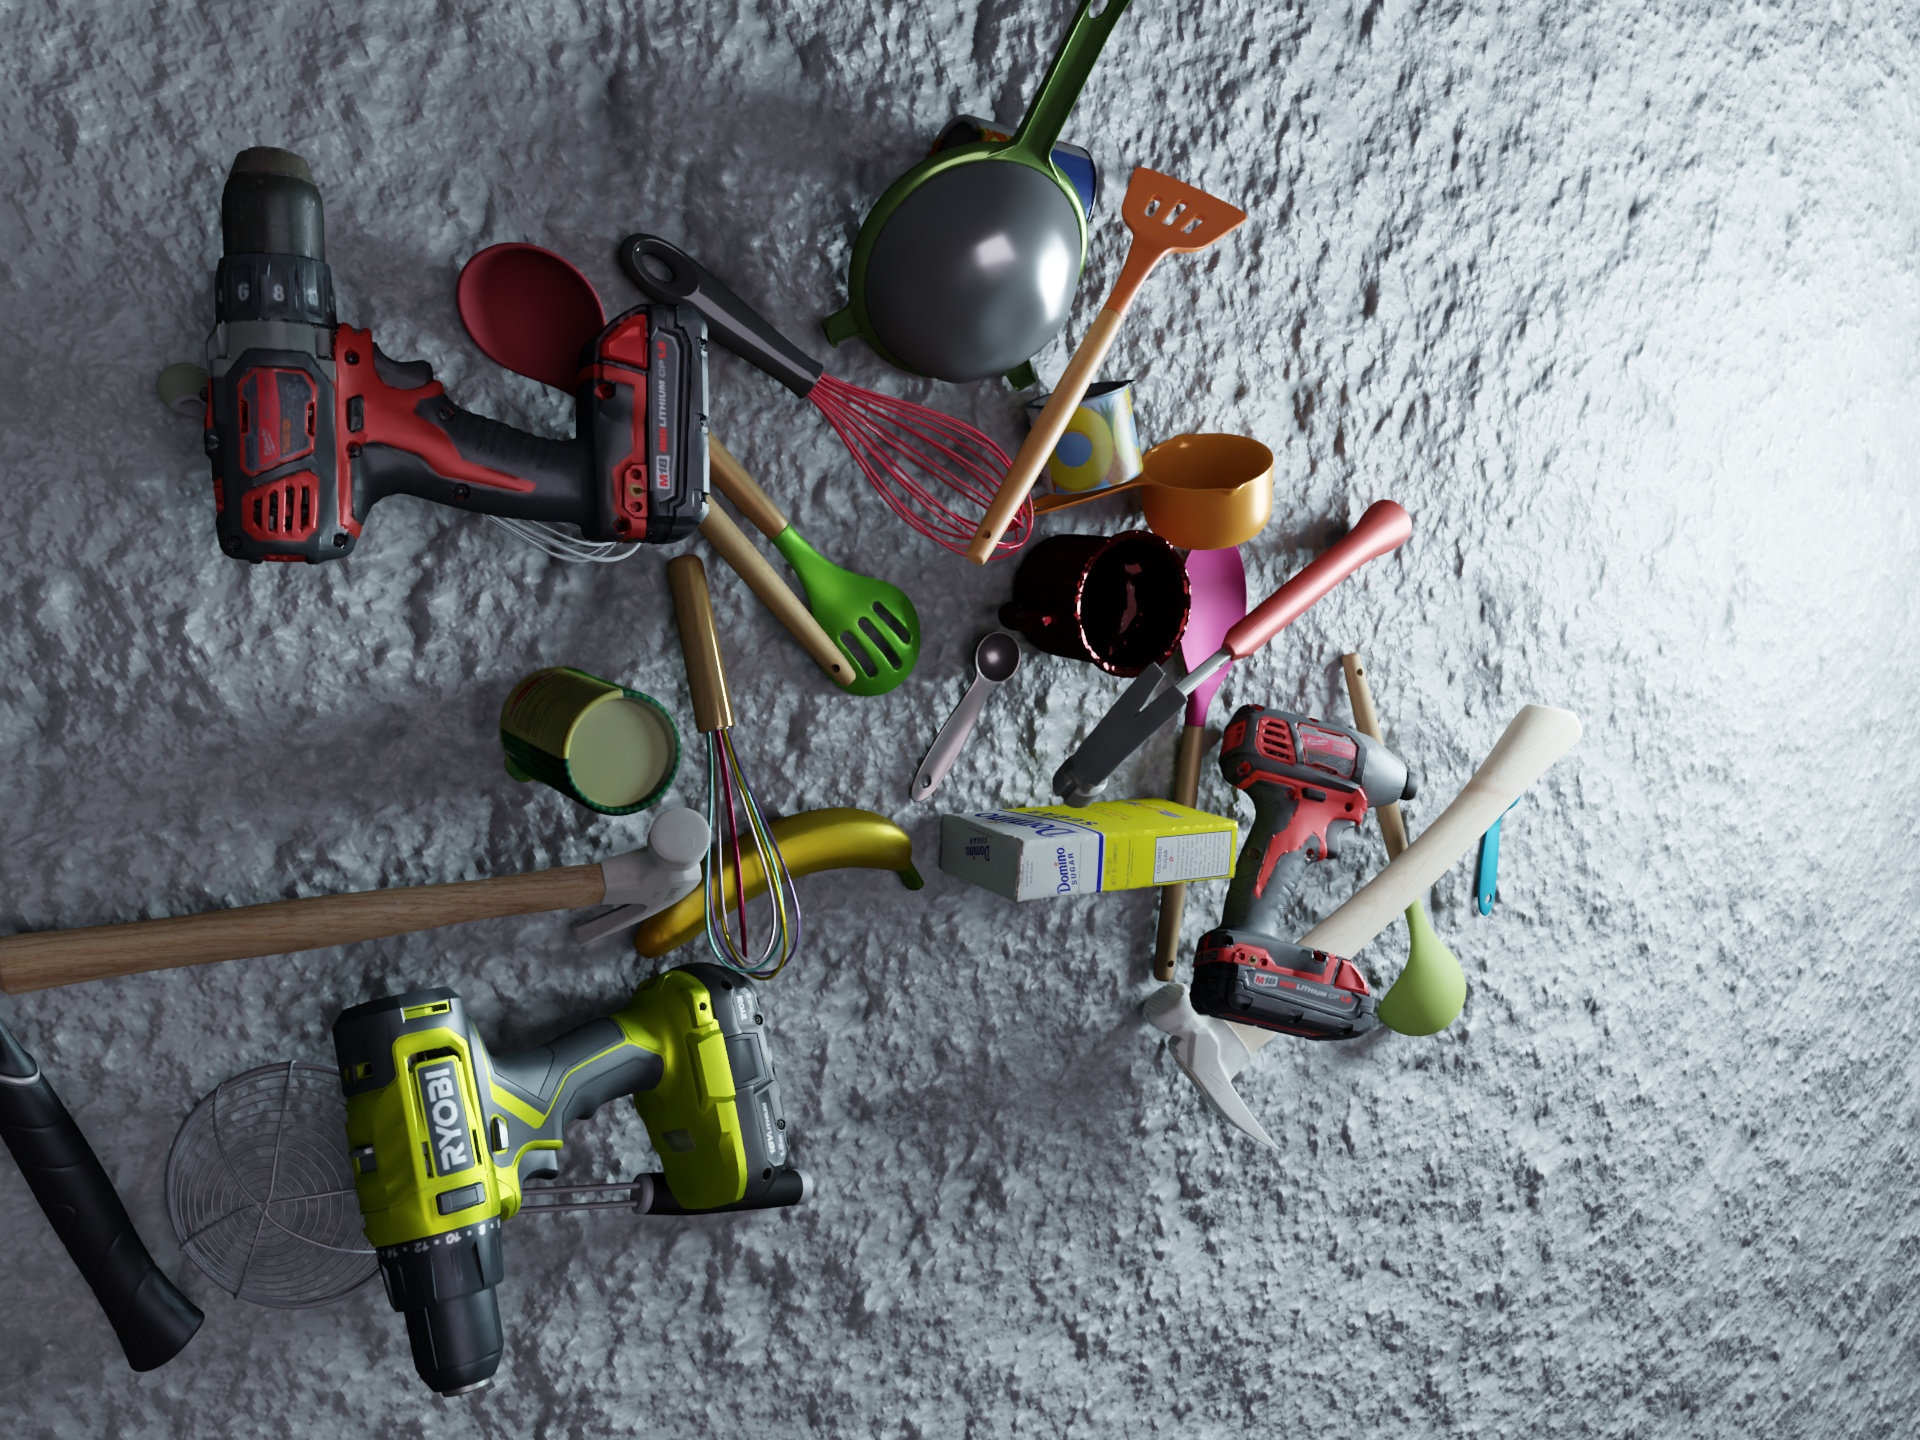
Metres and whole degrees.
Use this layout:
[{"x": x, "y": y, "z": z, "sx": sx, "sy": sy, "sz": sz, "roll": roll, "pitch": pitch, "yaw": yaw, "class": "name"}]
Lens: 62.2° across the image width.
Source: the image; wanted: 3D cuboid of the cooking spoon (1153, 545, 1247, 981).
[{"x": 0.162, "y": 0.029, "z": 1.127, "sx": 0.068, "sy": 0.017, "sz": 0.319, "roll": 2, "pitch": 96, "yaw": -37, "class": "cooking spoon"}]

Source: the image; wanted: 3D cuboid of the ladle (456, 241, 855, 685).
[{"x": -0.156, "y": -0.132, "z": 0.881, "sx": 0.069, "sy": 0.031, "sz": 0.315, "roll": -32, "pitch": 117, "yaw": 15, "class": "ladle"}]

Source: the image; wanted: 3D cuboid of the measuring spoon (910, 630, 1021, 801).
[{"x": -0.002, "y": -0.003, "z": 1.024, "sx": 0.034, "sy": 0.018, "sz": 0.124, "roll": 31, "pitch": 88, "yaw": -31, "class": "measuring spoon"}]

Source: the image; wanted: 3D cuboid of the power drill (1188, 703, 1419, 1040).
[{"x": 0.243, "y": 0.106, "z": 1.114, "sx": 0.143, "sy": 0.078, "sz": 0.220, "roll": 14, "pitch": 74, "yaw": -8, "class": "power drill"}]

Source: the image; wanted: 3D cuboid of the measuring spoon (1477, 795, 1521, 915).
[{"x": 0.446, "y": 0.100, "z": 1.315, "sx": 0.042, "sy": 0.021, "sz": 0.128, "roll": 0, "pitch": 97, "yaw": -32, "class": "measuring spoon"}]

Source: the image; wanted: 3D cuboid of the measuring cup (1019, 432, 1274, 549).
[{"x": 0.123, "y": -0.139, "z": 1.050, "sx": 0.173, "sy": 0.095, "sz": 0.052, "roll": -15, "pitch": 124, "yaw": -8, "class": "measuring cup"}]

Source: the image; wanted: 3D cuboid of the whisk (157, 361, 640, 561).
[{"x": -0.276, "y": -0.132, "z": 0.812, "sx": 0.246, "sy": 0.058, "sz": 0.059, "roll": 16, "pitch": 55, "yaw": -30, "class": "whisk"}]

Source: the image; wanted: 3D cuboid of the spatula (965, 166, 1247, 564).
[{"x": 0.081, "y": -0.223, "z": 0.970, "sx": 0.081, "sy": 0.041, "sz": 0.323, "roll": 26, "pitch": 71, "yaw": 7, "class": "spatula"}]

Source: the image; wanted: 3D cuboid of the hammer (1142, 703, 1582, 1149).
[{"x": 0.325, "y": 0.137, "z": 1.193, "sx": 0.410, "sy": 0.038, "sz": 0.146, "roll": -40, "pitch": 106, "yaw": -13, "class": "hammer"}]

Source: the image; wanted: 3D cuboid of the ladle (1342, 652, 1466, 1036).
[{"x": 0.333, "y": 0.100, "z": 1.240, "sx": 0.078, "sy": 0.062, "sz": 0.320, "roll": -21, "pitch": 102, "yaw": -23, "class": "ladle"}]

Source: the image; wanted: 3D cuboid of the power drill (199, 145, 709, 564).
[{"x": -0.241, "y": -0.169, "z": 0.763, "sx": 0.226, "sy": 0.080, "sz": 0.188, "roll": -2, "pitch": 94, "yaw": -23, "class": "power drill"}]

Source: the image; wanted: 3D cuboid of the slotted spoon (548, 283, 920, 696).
[{"x": -0.123, "y": -0.127, "z": 0.917, "sx": 0.070, "sy": 0.031, "sz": 0.313, "roll": -47, "pitch": 117, "yaw": -9, "class": "slotted spoon"}]

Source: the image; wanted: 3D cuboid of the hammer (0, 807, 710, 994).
[{"x": -0.298, "y": 0.099, "z": 0.808, "sx": 0.331, "sy": 0.130, "sz": 0.031, "roll": -7, "pitch": 69, "yaw": -21, "class": "hammer"}]

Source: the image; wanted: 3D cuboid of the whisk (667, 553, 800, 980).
[{"x": -0.137, "y": 0.027, "z": 0.901, "sx": 0.051, "sy": 0.047, "sz": 0.245, "roll": -11, "pitch": 88, "yaw": -21, "class": "whisk"}]

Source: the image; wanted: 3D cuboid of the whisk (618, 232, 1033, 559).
[{"x": -0.071, "y": -0.186, "z": 0.924, "sx": 0.295, "sy": 0.073, "sz": 0.073, "roll": 33, "pitch": 80, "yaw": -25, "class": "whisk"}]

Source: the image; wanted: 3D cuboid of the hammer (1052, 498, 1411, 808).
[{"x": 0.205, "y": -0.068, "z": 1.068, "sx": 0.359, "sy": 0.149, "sz": 0.037, "roll": -36, "pitch": 80, "yaw": -35, "class": "hammer"}]

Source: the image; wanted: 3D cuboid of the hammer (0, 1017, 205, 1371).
[{"x": -0.451, "y": 0.144, "z": 0.725, "sx": 0.149, "sy": 0.036, "sz": 0.408, "roll": -10, "pitch": 115, "yaw": 8, "class": "hammer"}]

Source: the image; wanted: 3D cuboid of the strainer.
[{"x": 0.038, "y": -0.287, "z": 0.889, "sx": 0.151, "sy": 0.069, "sz": 0.256, "roll": 6, "pitch": 130, "yaw": -33, "class": "strainer"}]

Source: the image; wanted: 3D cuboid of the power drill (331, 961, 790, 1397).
[{"x": -0.205, "y": 0.226, "z": 0.837, "sx": 0.228, "sy": 0.080, "sz": 0.191, "roll": -4, "pitch": 77, "yaw": -47, "class": "power drill"}]

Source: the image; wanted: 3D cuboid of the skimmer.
[{"x": -0.247, "y": 0.260, "z": 0.902, "sx": 0.363, "sy": 0.090, "sz": 0.127, "roll": 13, "pitch": 89, "yaw": -43, "class": "skimmer"}]
